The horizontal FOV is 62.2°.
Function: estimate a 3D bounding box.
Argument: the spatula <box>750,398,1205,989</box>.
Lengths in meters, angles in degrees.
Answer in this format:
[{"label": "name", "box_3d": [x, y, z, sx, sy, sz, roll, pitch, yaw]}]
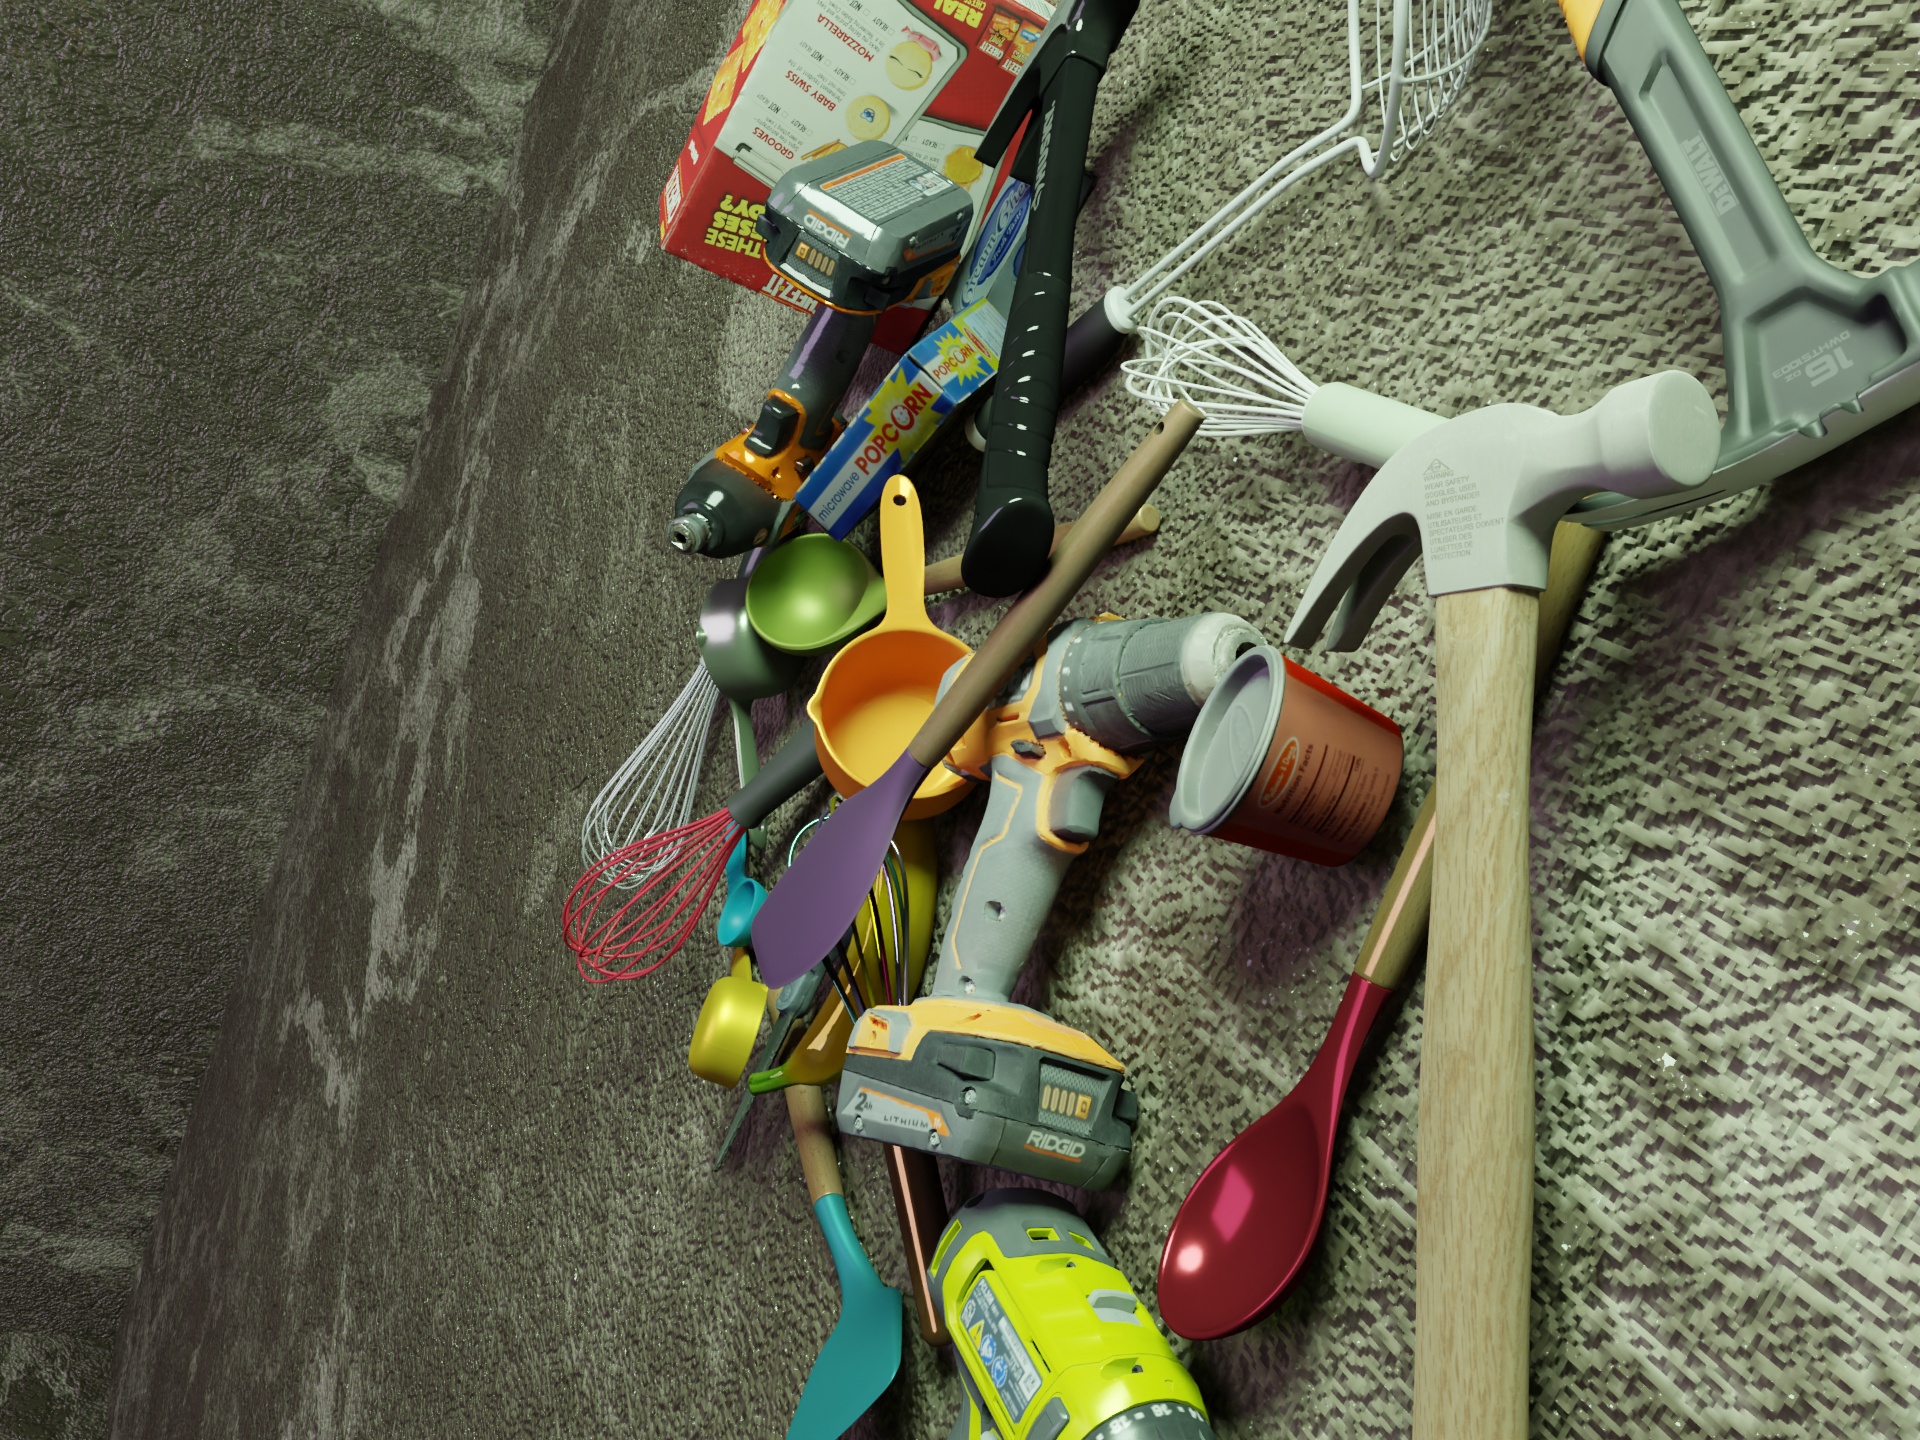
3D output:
[{"label": "spatula", "box_3d": [-0.001, -0.002, 0.658, 0.316, 0.018, 0.060, -52, 39, 23]}]

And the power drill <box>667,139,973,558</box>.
[{"label": "power drill", "box_3d": [-0.088, -0.191, 0.880, 0.164, 0.084, 0.226, -48, -10, -52]}]

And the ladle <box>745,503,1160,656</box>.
[{"label": "ladle", "box_3d": [-0.015, -0.082, 0.821, 0.320, 0.062, 0.078, -8, 52, 56]}]

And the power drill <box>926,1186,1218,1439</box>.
[{"label": "power drill", "box_3d": [0.014, 0.307, 0.551, 0.228, 0.080, 0.191, -63, 30, 12]}]

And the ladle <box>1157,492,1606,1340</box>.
[{"label": "ladle", "box_3d": [0.141, 0.059, 0.507, 0.315, 0.031, 0.069, -67, 18, 7]}]

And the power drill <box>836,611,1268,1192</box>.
[{"label": "power drill", "box_3d": [0.039, 0.064, 0.631, 0.185, 0.084, 0.226, -13, 60, 57]}]

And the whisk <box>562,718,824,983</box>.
[{"label": "whisk", "box_3d": [-0.140, 0.064, 0.930, 0.296, 0.073, 0.073, -40, 41, 26]}]

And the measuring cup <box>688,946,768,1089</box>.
[{"label": "measuring cup", "box_3d": [-0.133, 0.153, 0.888, 0.157, 0.029, 0.062, -130, 60, -75]}]

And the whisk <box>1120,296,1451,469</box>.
[{"label": "whisk", "box_3d": [0.133, -0.115, 0.595, 0.247, 0.058, 0.059, -137, 32, -56]}]

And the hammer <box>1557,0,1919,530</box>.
[{"label": "hammer", "box_3d": [0.182, -0.224, 0.476, 0.127, 0.034, 0.337, -33, 64, 42]}]

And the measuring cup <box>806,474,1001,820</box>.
[{"label": "measuring cup", "box_3d": [-0.029, -0.034, 0.777, 0.052, 0.095, 0.174, 107, 162, -64]}]

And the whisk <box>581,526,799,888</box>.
[{"label": "whisk", "box_3d": [-0.175, -0.013, 1.066, 0.284, 0.070, 0.070, -63, 30, 8]}]

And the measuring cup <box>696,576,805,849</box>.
[{"label": "measuring cup", "box_3d": [-0.118, -0.006, 0.968, 0.038, 0.083, 0.167, -9, 85, 24]}]

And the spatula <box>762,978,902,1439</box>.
[{"label": "spatula", "box_3d": [-0.077, 0.214, 0.786, 0.082, 0.044, 0.318, -48, 35, 18]}]

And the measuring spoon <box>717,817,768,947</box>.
[{"label": "measuring spoon", "box_3d": [-0.129, 0.092, 0.973, 0.042, 0.021, 0.129, -50, 27, 23]}]

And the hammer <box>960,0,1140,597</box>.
[{"label": "hammer", "box_3d": [0.035, -0.198, 0.703, 0.146, 0.035, 0.335, -43, 33, 54]}]

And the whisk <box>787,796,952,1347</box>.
[{"label": "whisk", "box_3d": [-0.033, 0.148, 0.703, 0.047, 0.051, 0.245, 125, 136, -60]}]

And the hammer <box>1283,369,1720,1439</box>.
[{"label": "hammer", "box_3d": [0.142, 0.078, 0.442, 0.130, 0.031, 0.331, -6, 79, 58]}]

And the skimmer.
[{"label": "skimmer", "box_3d": [0.084, -0.221, 0.682, 0.363, 0.090, 0.127, -32, 49, 50]}]
